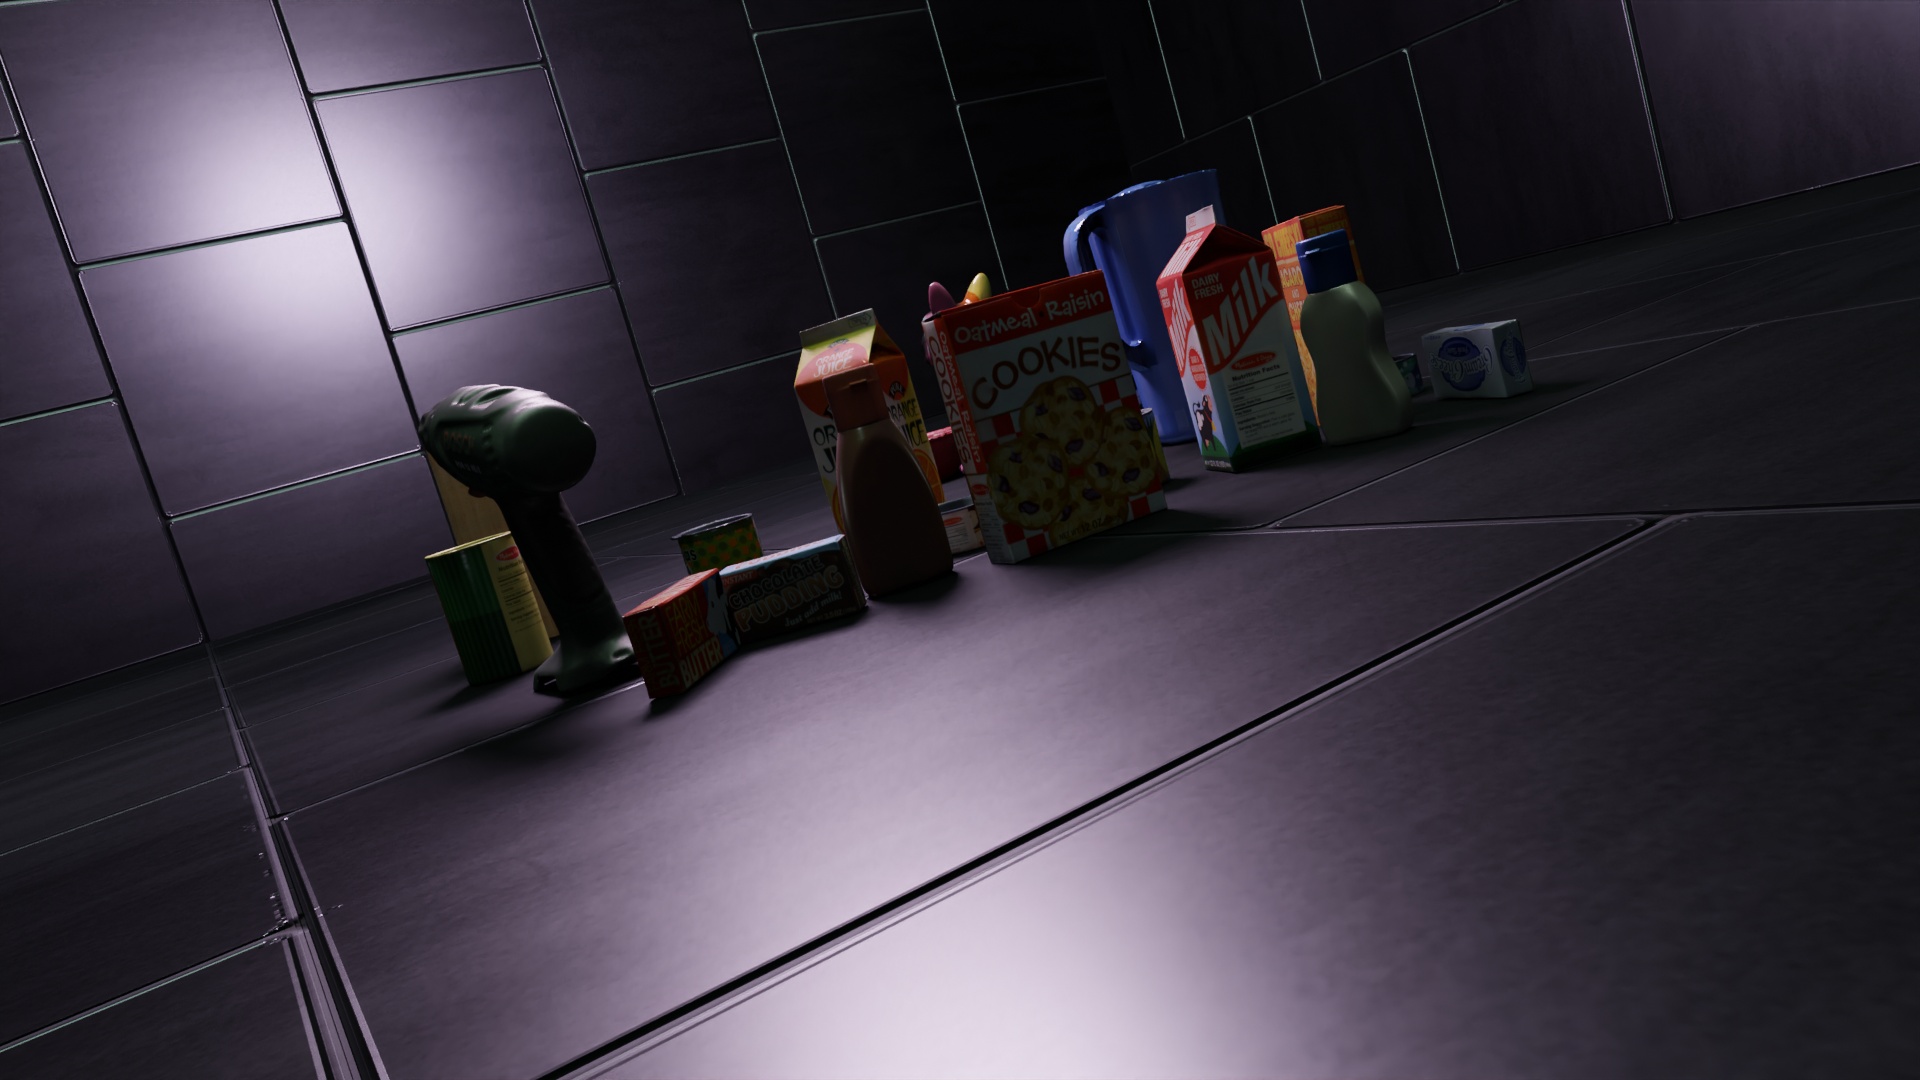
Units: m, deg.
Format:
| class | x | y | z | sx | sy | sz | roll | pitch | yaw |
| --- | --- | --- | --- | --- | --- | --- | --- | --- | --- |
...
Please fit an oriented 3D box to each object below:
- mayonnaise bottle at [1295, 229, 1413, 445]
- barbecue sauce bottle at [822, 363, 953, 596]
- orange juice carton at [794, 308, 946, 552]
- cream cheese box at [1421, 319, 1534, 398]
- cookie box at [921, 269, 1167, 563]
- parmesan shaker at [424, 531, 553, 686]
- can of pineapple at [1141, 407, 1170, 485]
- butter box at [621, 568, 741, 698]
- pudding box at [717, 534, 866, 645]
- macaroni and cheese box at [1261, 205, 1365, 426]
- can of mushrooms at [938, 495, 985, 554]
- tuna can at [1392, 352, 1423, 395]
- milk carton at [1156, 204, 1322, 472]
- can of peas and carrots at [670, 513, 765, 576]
| class | x | y | z | sx | sy | sz | roll | pitch | yaw |
| --- | --- | --- | --- | --- | --- | --- | --- | --- | --- |
| mayonnaise bottle | 0.274 | -0.144 | 0.986 | 0.064 | 0.148 | 0.041 | -10 | 9 | 40 |
| barbecue sauce bottle | -0.053 | -0.041 | 0.919 | 0.065 | 0.148 | 0.043 | -18 | 7 | -15 |
| orange juice carton | -0.076 | -0.088 | 1.141 | 0.071 | 0.192 | 0.073 | -13 | 8 | 23 |
| cream cheese box | 0.385 | -0.134 | 1.036 | 0.024 | 0.053 | 0.104 | -17 | 7 | -8 |
| cookie box | 0.057 | -0.082 | 0.915 | 0.123 | 0.167 | 0.040 | -19 | 7 | -23 |
| parmesan shaker | -0.358 | 0.052 | 1.051 | 0.071 | 0.103 | 0.071 | -16 | 7 | 2 |
| can of pineapple | 0.124 | -0.066 | 1.073 | 0.071 | 0.057 | 0.071 | -16 | 7 | 2 |
| butter box | -0.162 | 0.054 | 0.821 | 0.024 | 0.053 | 0.104 | -15 | 7 | 12 |
| pudding box | -0.108 | 0.031 | 0.885 | 0.084 | 0.049 | 0.030 | -15 | 7 | 6 |
| macaroni and cheese box | 0.289 | -0.173 | 1.092 | 0.040 | 0.166 | 0.124 | -16 | 7 | 1 |
| can of mushrooms | 0.004 | -0.013 | 1.033 | 0.071 | 0.033 | 0.071 | -16 | 7 | 2 |
| tuna can | 0.359 | -0.136 | 1.186 | 0.071 | 0.032 | 0.071 | -16 | 7 | 2 |
| milk carton | 0.201 | -0.152 | 1.033 | 0.073 | 0.190 | 0.072 | -17 | 7 | -6 |
| can of peas and carrots | -0.200 | 0.015 | 1.165 | 0.071 | 0.058 | 0.071 | -16 | 7 | 2 |
